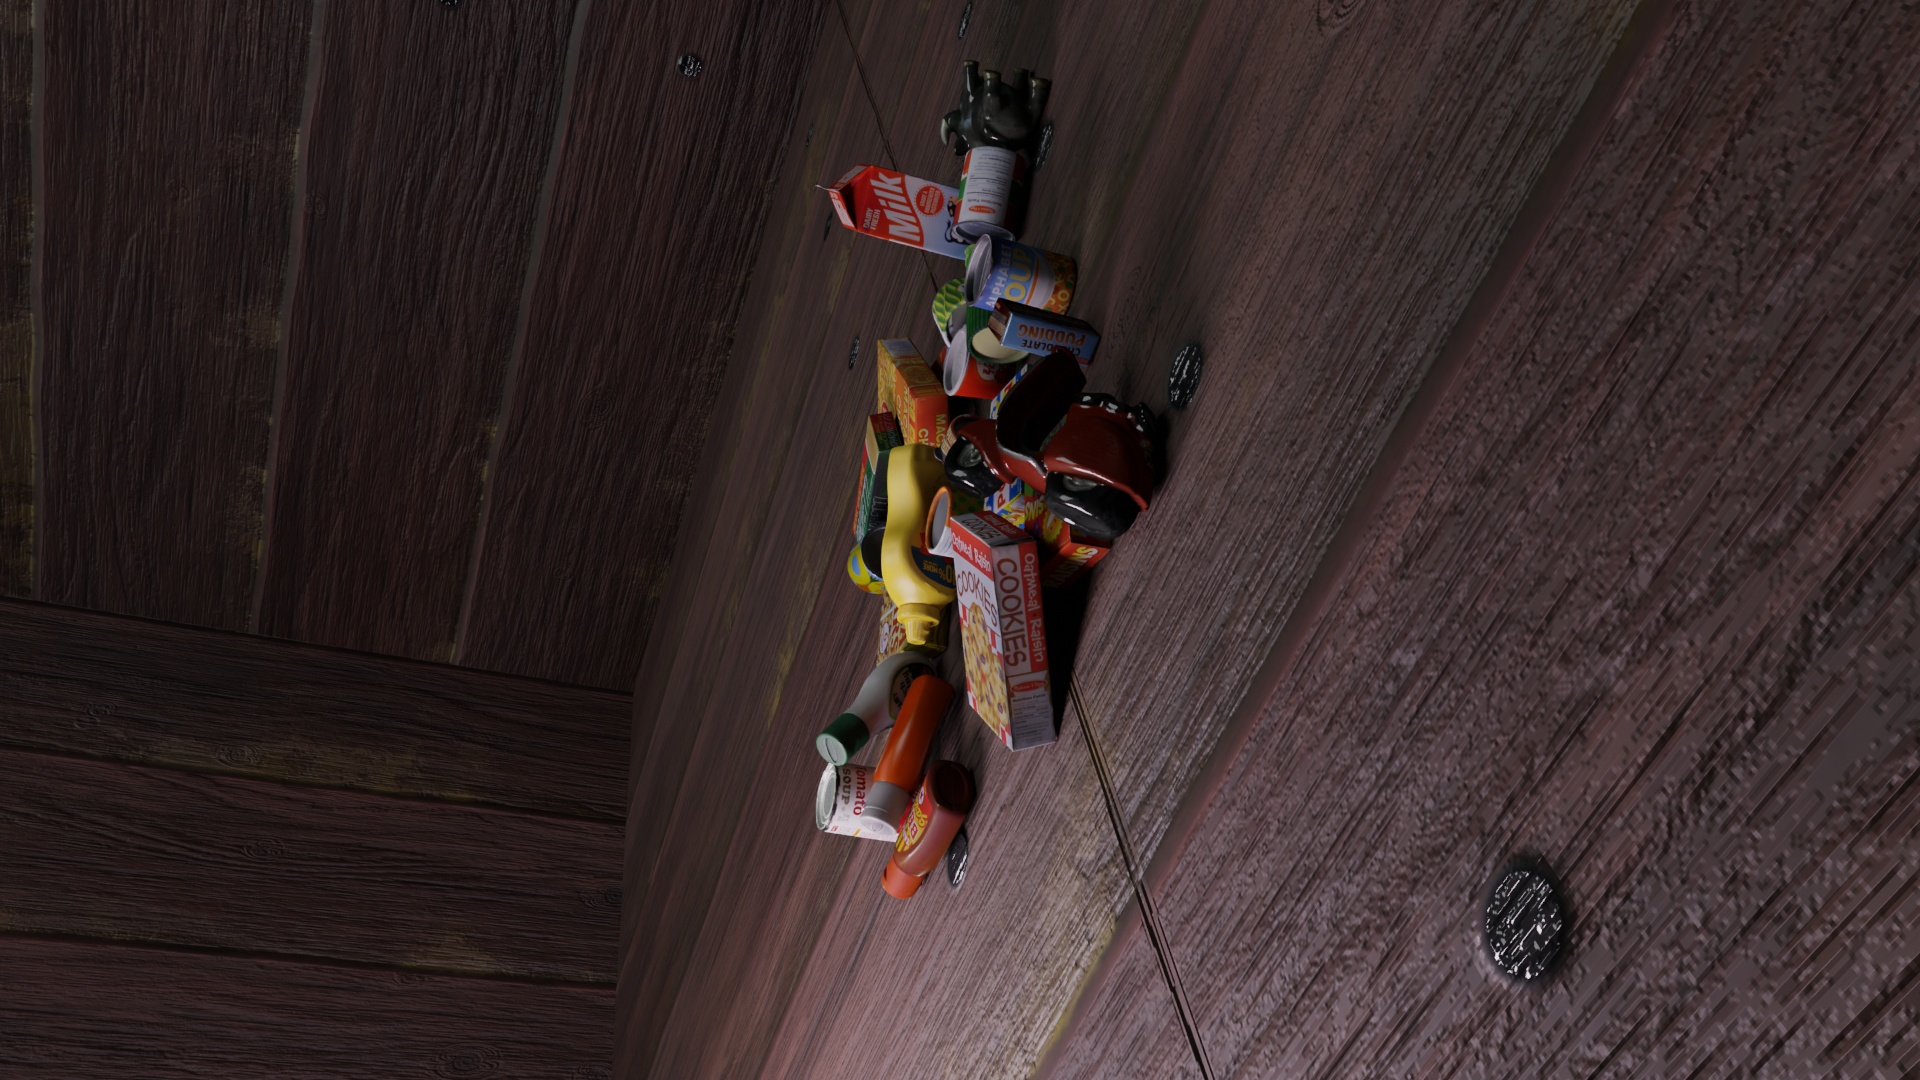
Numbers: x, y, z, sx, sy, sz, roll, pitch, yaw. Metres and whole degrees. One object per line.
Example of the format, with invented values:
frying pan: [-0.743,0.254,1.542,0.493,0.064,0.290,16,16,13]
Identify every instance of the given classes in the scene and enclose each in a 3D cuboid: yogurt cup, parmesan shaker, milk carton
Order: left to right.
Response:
milk carton: [-0.060,-0.358,1.503,0.072,0.191,0.073,-133,56,-68]
yogurt cup: [0.019,-0.171,1.368,0.072,0.054,0.072,-167,89,-72]
parmesan shaker: [0.035,-0.228,1.327,0.071,0.071,0.103,128,149,-53]

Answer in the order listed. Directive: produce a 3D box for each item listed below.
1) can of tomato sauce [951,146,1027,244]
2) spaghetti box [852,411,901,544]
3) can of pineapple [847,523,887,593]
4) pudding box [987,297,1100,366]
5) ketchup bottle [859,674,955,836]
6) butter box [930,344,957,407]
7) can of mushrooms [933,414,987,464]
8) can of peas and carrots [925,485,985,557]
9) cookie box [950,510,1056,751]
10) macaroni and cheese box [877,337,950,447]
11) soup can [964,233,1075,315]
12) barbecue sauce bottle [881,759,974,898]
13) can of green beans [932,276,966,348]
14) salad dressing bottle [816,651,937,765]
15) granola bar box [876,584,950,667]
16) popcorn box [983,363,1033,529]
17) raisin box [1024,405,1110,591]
can of tomato sauce: [0.031,-0.353,1.430,0.071,0.071,0.083,167,114,-70]
spaghetti box: [-0.096,-0.055,1.584,0.248,0.029,0.050,106,153,-59]
can of pineapple: [-0.087,0.023,1.549,0.057,0.071,0.071,138,140,-62]
pudding box: [0.070,-0.175,1.170,0.050,0.084,0.030,-114,40,-61]
ketchup bottle: [-0.051,0.200,1.291,0.064,0.043,0.149,117,177,-59]
butter box: [-0.011,-0.183,1.513,0.103,0.024,0.053,132,144,-57]
can of mushrooms: [0.013,-0.086,1.306,0.071,0.071,0.033,-99,29,-47]
can of peas and carrots: [0.005,-0.016,1.307,0.071,0.059,0.071,-167,89,-72]
cookie box: [0.033,0.068,1.117,0.123,0.040,0.167,-144,47,-71]
macaroni and cheese box: [-0.052,-0.134,1.509,0.167,0.040,0.123,-121,28,-56]
soup can: [0.054,-0.234,1.253,0.071,0.084,0.071,-168,89,-72]
barbecue sauce bottle: [-0.032,0.269,1.264,0.065,0.044,0.147,-93,23,-51]
can of green beans: [0.008,-0.228,1.417,0.058,0.071,0.071,-111,37,-58]
salad dressing bottle: [-0.080,0.162,1.342,0.044,0.148,0.064,3,118,36]
granola bar box: [-0.046,0.045,1.454,0.123,0.039,0.166,140,138,-62]
popcorn box: [0.056,-0.081,1.226,0.085,0.038,0.127,137,141,-61]
raisin box: [0.084,-0.033,1.111,0.085,0.040,0.124,132,145,-56]
